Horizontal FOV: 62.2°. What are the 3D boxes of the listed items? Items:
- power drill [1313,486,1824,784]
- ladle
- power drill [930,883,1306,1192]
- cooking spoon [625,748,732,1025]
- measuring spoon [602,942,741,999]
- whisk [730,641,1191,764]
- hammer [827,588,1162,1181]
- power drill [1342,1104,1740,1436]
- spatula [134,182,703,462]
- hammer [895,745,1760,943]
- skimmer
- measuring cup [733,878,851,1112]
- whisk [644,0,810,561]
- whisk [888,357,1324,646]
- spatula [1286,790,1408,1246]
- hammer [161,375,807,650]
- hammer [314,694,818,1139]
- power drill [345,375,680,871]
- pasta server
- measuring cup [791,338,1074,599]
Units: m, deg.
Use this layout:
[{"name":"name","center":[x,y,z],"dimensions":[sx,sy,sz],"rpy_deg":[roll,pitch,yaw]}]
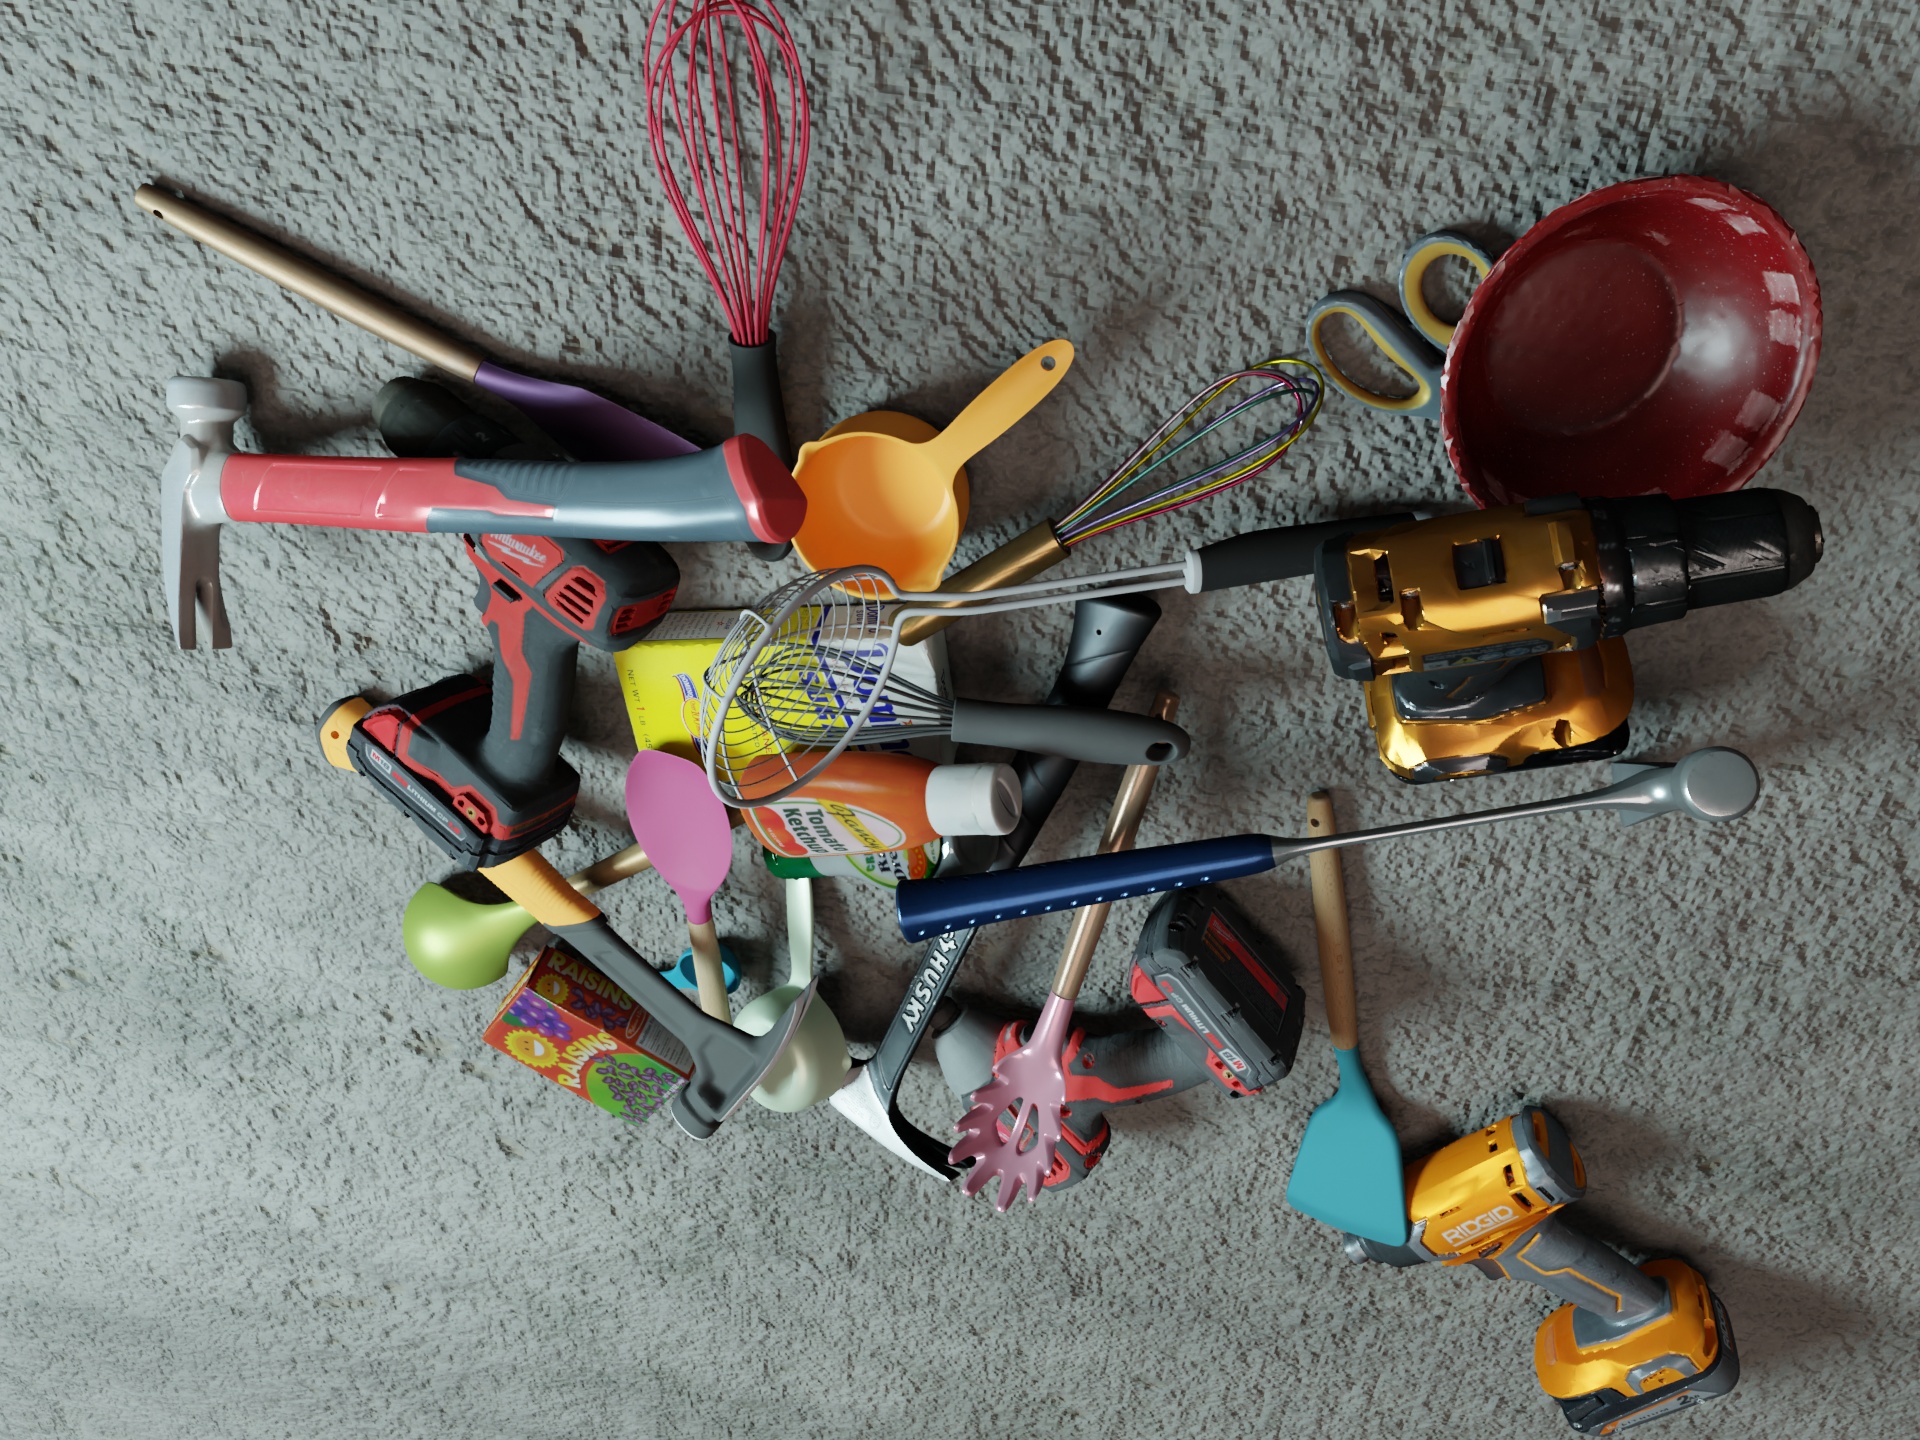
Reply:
[{"name":"power drill","center":[0.259,-0.038,0.697],"dimensions":[0.185,0.084,0.226],"rpy_deg":[-9,163,16]},{"name":"ladle","center":[-0.213,0.087,0.977],"dimensions":[0.320,0.062,0.078],"rpy_deg":[-25,109,17]},{"name":"power drill","center":[0.084,0.191,0.960],"dimensions":[0.219,0.078,0.143],"rpy_deg":[-36,100,34]},{"name":"cooking spoon","center":[-0.156,0.136,0.970],"dimensions":[0.069,0.017,0.318],"rpy_deg":[16,134,17]},{"name":"measuring spoon","center":[-0.194,0.164,1.037],"dimensions":[0.128,0.021,0.042],"rpy_deg":[-14,125,30]},{"name":"whisk","center":[-0.001,-0.004,0.813],"dimensions":[0.239,0.055,0.055],"rpy_deg":[7,125,2]},{"name":"hammer","center":[0.014,0.097,0.911],"dimensions":[0.149,0.036,0.408],"rpy_deg":[40,123,24]},{"name":"power drill","center":[0.367,0.358,1.022],"dimensions":[0.226,0.084,0.164],"rpy_deg":[44,121,-13]},{"name":"spatula","center":[-0.266,-0.188,0.805],"dimensions":[0.316,0.018,0.059],"rpy_deg":[27,146,-7]},{"name":"hammer","center":[0.169,0.065,0.803],"dimensions":[0.405,0.144,0.035],"rpy_deg":[-10,84,10]},{"name":"skimmer","center":[0.057,-0.038,0.743],"dimensions":[0.363,0.090,0.127],"rpy_deg":[-10,144,-5]},{"name":"measuring cup","center":[-0.109,0.163,0.977],"dimensions":[0.083,0.038,0.167],"rpy_deg":[13,110,36]},{"name":"whisk","center":[-0.100,-0.198,0.749],"dimensions":[0.073,0.073,0.295],"rpy_deg":[6,131,7]},{"name":"whisk","center":[0.067,-0.103,0.776],"dimensions":[0.245,0.051,0.047],"rpy_deg":[-29,83,20]},{"name":"spatula","center":[0.224,0.180,0.948],"dimensions":[0.082,0.044,0.317],"rpy_deg":[12,128,37]},{"name":"hammer","center":[-0.243,-0.091,0.755],"dimensions":[0.386,0.038,0.143],"rpy_deg":[6,97,28]},{"name":"hammer","center":[-0.240,0.097,0.934],"dimensions":[0.337,0.034,0.127],"rpy_deg":[40,114,3]},{"name":"power drill","center":[-0.256,-0.053,0.845],"dimensions":[0.188,0.080,0.226],"rpy_deg":[39,125,13]},{"name":"pasta server","center":[0.064,0.130,0.881],"dimensions":[0.060,0.040,0.316],"rpy_deg":[22,109,15]},{"name":"measuring cup","center":[-0.009,-0.133,0.775],"dimensions":[0.173,0.052,0.095],"rpy_deg":[-37,105,25]}]
